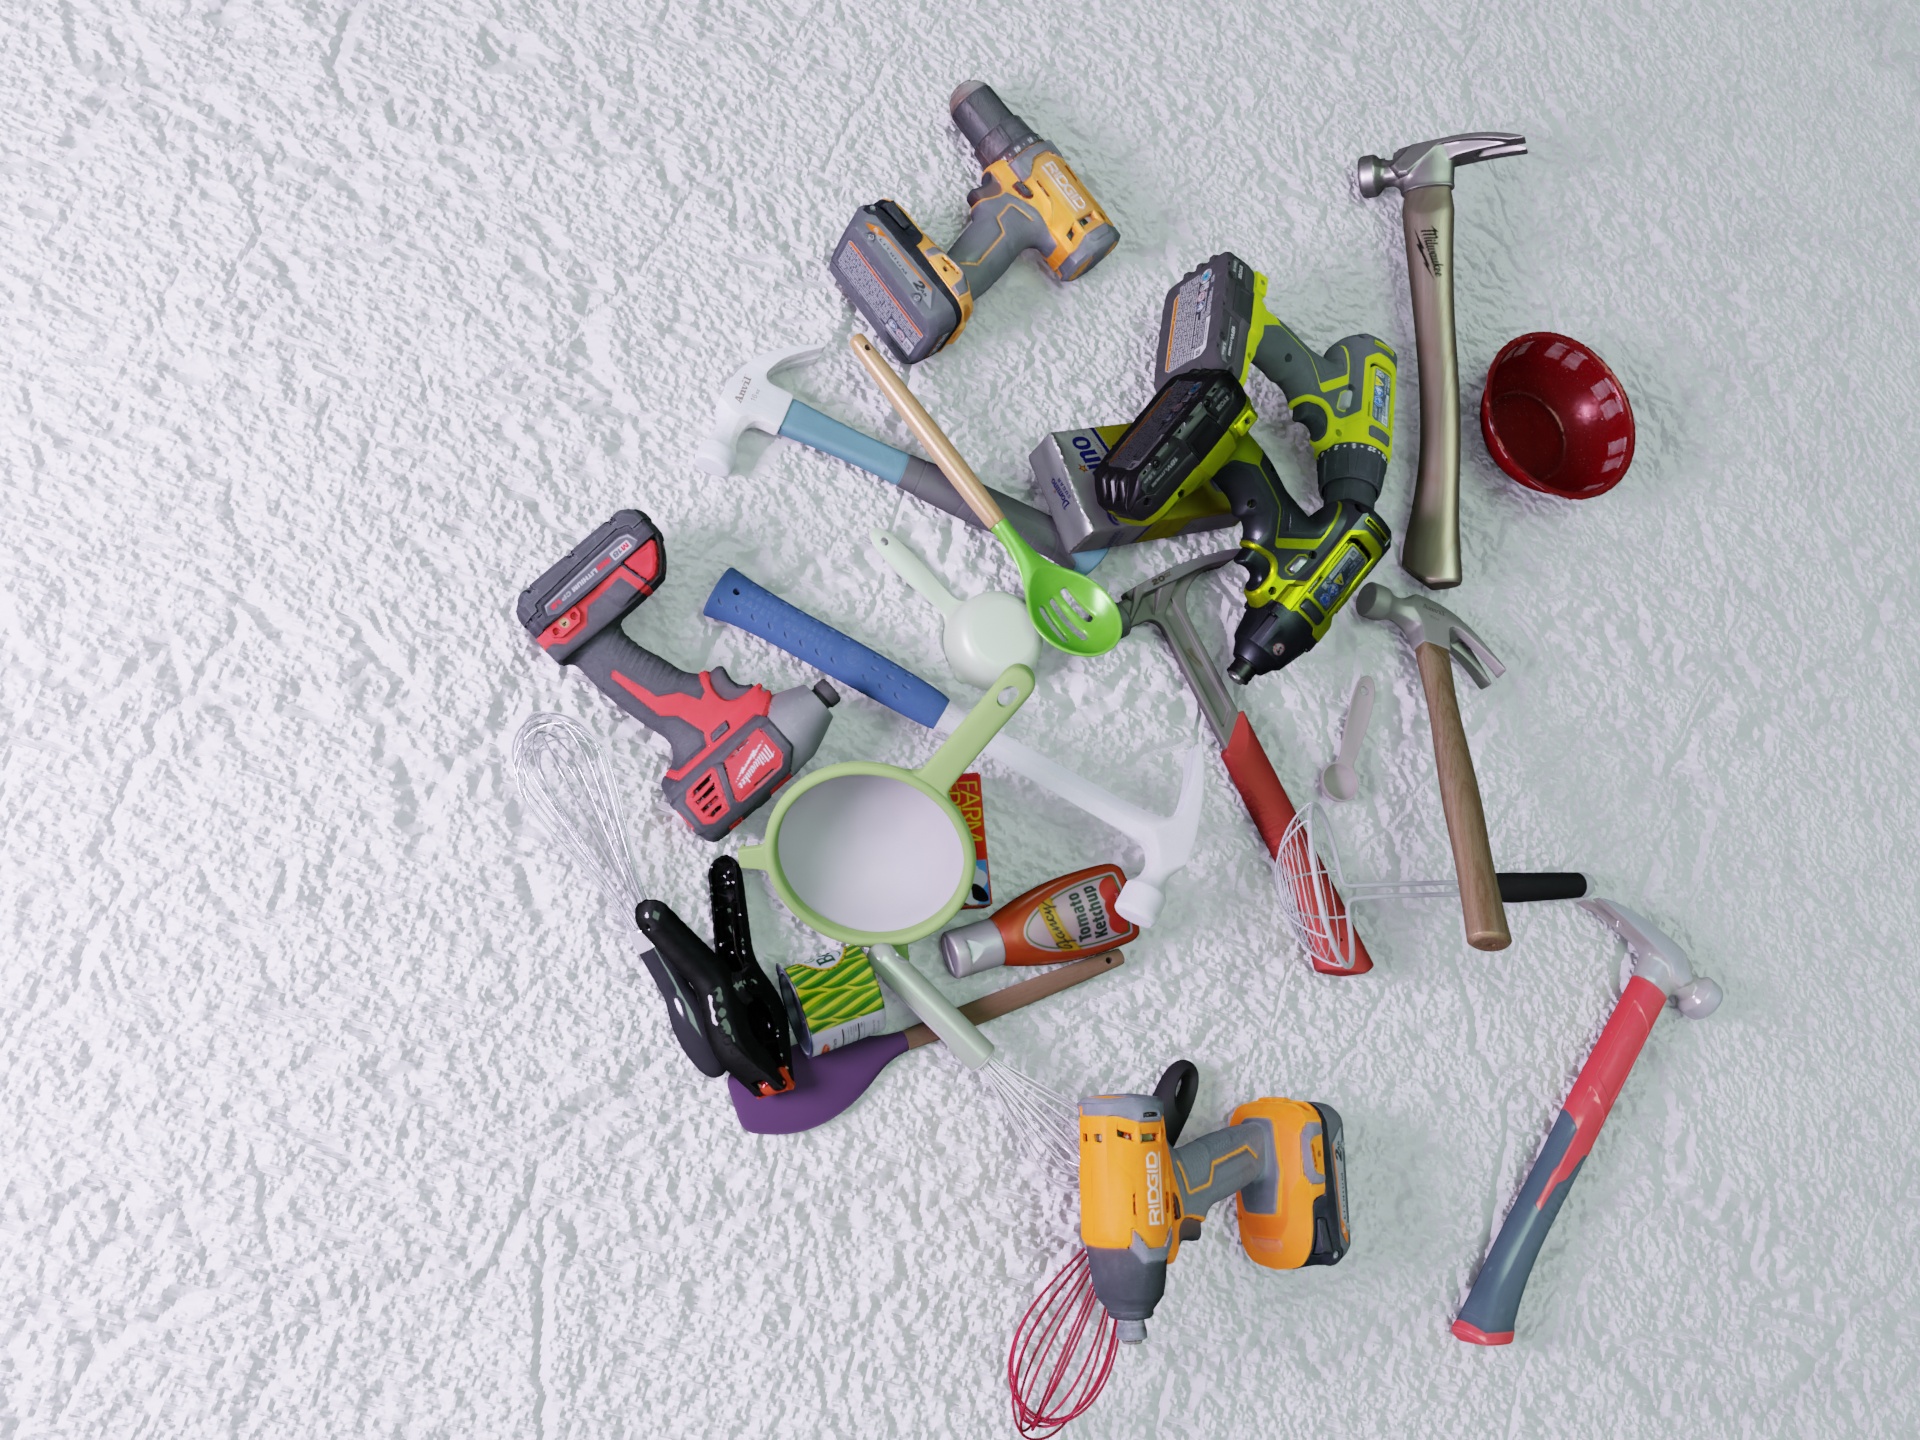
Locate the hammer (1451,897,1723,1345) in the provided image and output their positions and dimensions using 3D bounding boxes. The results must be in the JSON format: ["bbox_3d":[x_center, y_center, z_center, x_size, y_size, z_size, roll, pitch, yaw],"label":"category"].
[{"bbox_3d":[0.492,0.330,1.305,0.143,0.038,0.386,39,69,-5],"label":"hammer"}]

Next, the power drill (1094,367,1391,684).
[{"bbox_3d":[0.217,-0.148,1.239,0.223,0.080,0.171,42,84,-24],"label":"power drill"}]

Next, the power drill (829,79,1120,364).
[{"bbox_3d":[0.000,-0.413,1.295,0.226,0.084,0.185,-37,90,-27],"label":"power drill"}]

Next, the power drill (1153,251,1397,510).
[{"bbox_3d":[0.273,-0.267,1.324,0.228,0.080,0.191,24,63,-29],"label":"power drill"}]

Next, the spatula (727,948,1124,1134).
[{"bbox_3d":[-0.017,0.228,1.169,0.316,0.018,0.060,-18,81,-20],"label":"spatula"}]

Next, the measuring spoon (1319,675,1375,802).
[{"bbox_3d":[0.327,0.016,1.339,0.034,0.018,0.124,27,64,-9],"label":"measuring spoon"}]

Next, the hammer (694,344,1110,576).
[{"bbox_3d":[-0.034,-0.191,1.255,0.331,0.033,0.128,23,72,-12],"label":"hammer"}]

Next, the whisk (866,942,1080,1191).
[{"bbox_3d":[0.021,0.250,1.149,0.059,0.058,0.246,-44,97,3],"label":"whisk"}]

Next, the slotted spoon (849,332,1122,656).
[{"bbox_3d":[0.015,-0.174,1.236,0.070,0.031,0.314,-38,90,-26],"label":"slotted spoon"}]

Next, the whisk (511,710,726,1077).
[{"bbox_3d":[-0.231,0.121,1.104,0.070,0.070,0.284,-28,92,-22],"label":"whisk"}]

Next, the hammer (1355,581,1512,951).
[{"bbox_3d":[0.402,0.034,1.288,0.130,0.031,0.332,16,52,-20],"label":"hammer"}]

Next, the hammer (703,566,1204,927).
[{"bbox_3d":[-0.002,-0.004,1.192,0.405,0.035,0.144,29,71,-2],"label":"hammer"}]

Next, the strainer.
[{"bbox_3d":[-0.030,0.047,1.125,0.151,0.069,0.256,36,112,-11],"label":"strainer"}]

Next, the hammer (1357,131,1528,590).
[{"bbox_3d":[0.431,-0.319,1.405,0.146,0.038,0.411,-3,80,25],"label":"hammer"}]

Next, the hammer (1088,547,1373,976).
[{"bbox_3d":[0.245,0.040,1.292,0.149,0.036,0.359,-26,86,-22],"label":"hammer"}]

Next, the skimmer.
[{"bbox_3d":[0.393,0.129,1.264,0.363,0.090,0.127,2,71,-28],"label":"skimmer"}]

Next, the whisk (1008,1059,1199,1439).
[{"bbox_3d":[0.111,0.378,1.158,0.073,0.073,0.296,34,63,-8],"label":"whisk"}]

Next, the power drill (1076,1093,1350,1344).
[{"bbox_3d":[0.178,0.350,1.138,0.226,0.084,0.164,9,74,-37],"label":"power drill"}]

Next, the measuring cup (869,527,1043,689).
[{"bbox_3d":[-0.005,-0.095,1.237,0.167,0.038,0.083,43,68,-7],"label":"measuring cup"}]

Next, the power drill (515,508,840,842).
[{"bbox_3d":[-0.196,-0.037,1.129,0.143,0.078,0.219,-41,96,-6],"label":"power drill"}]
